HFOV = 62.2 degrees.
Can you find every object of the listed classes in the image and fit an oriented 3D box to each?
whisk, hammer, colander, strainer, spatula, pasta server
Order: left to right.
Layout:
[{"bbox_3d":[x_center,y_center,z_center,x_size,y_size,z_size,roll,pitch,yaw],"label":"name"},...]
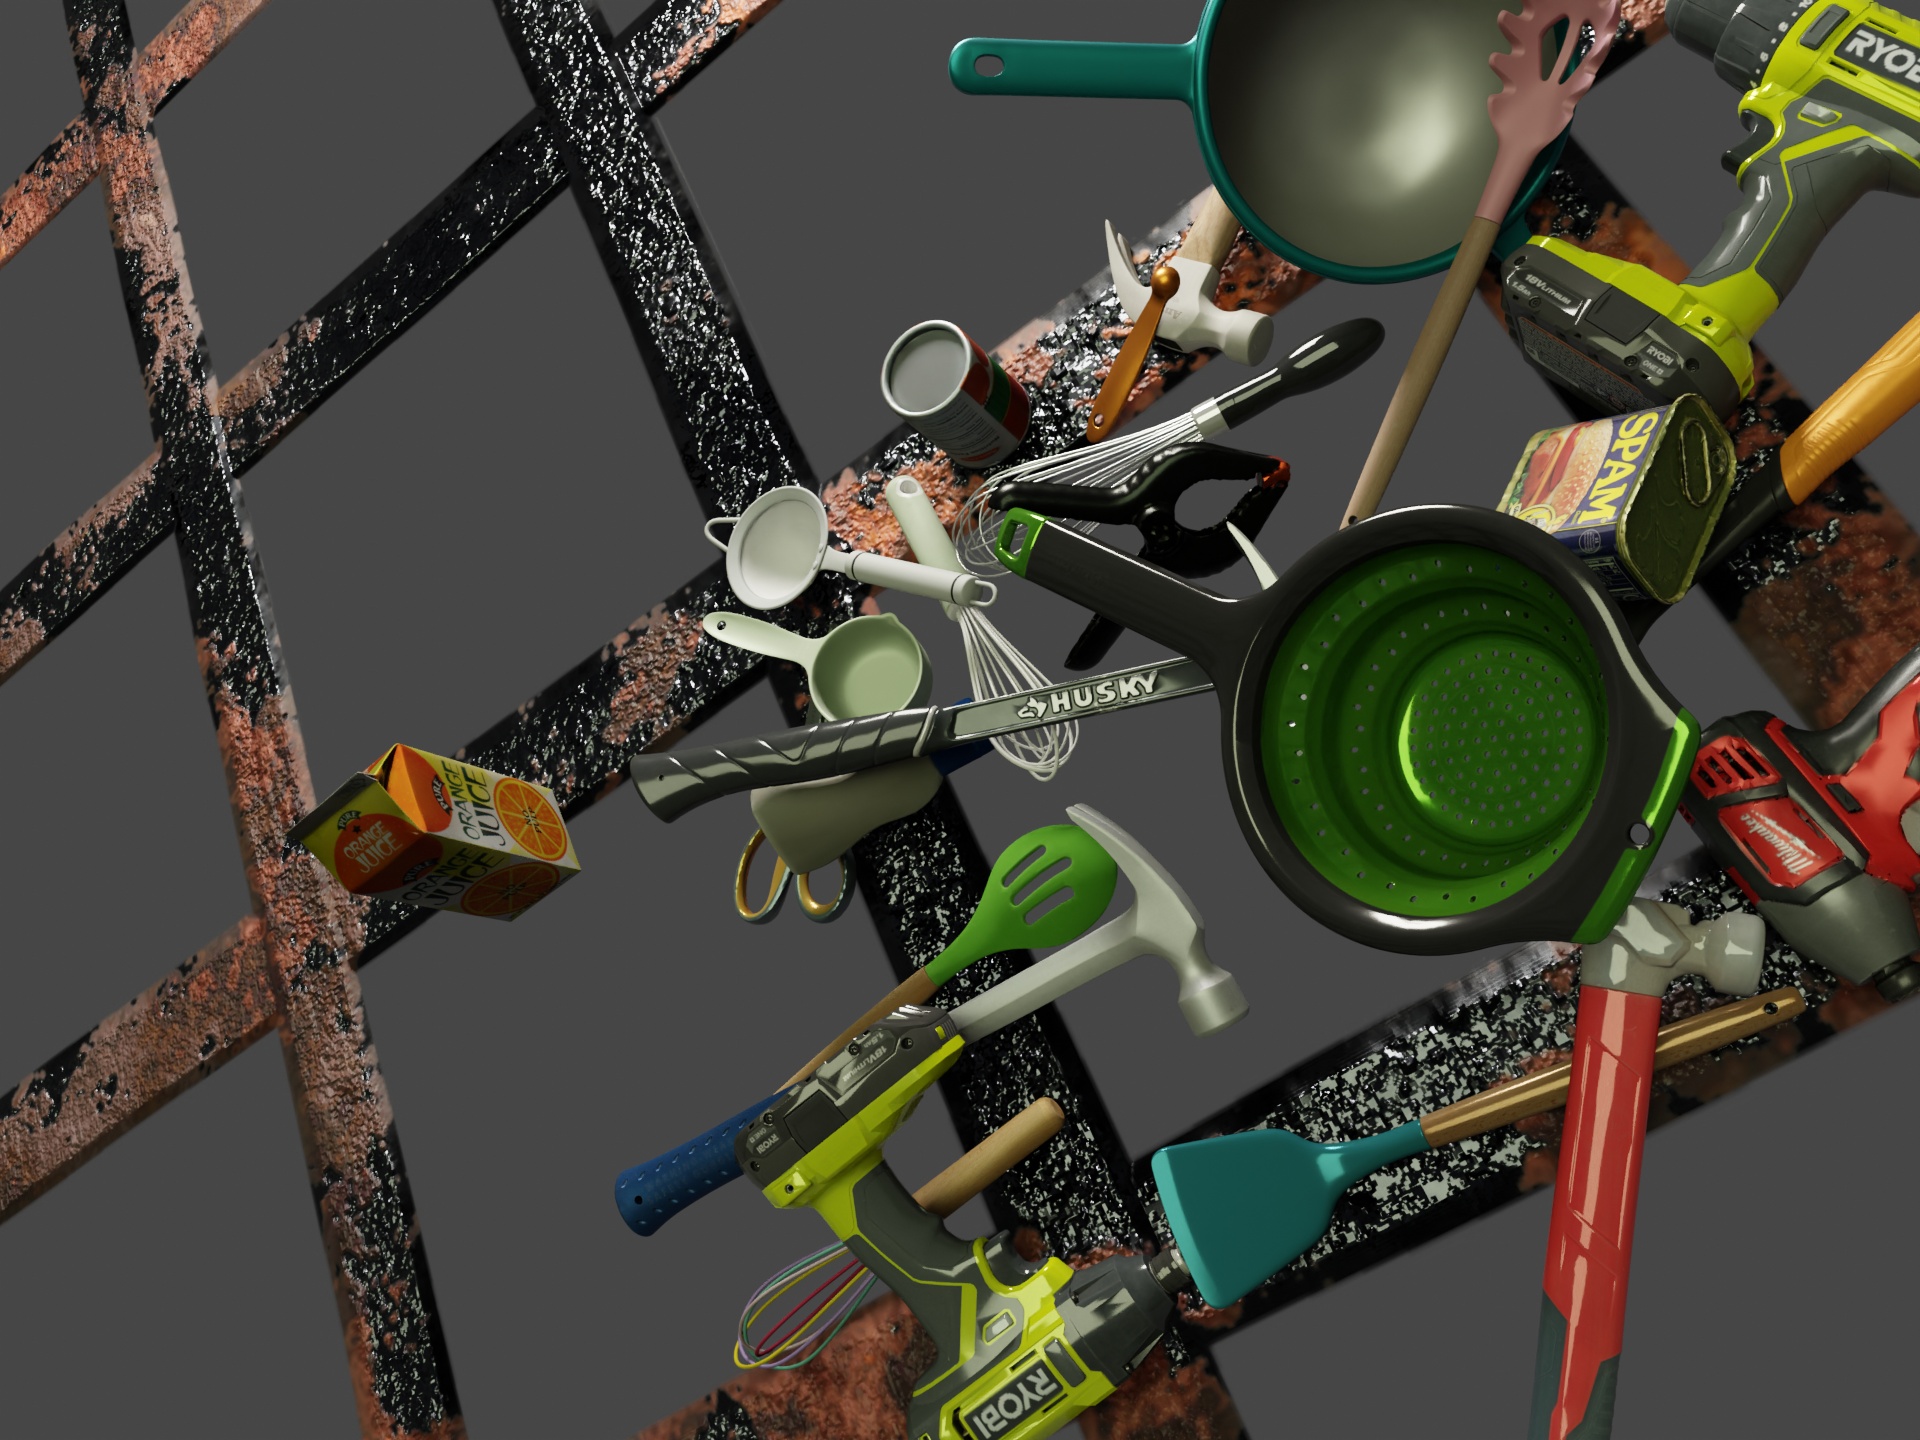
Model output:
[{"bbox_3d":[-0.069,-0.098,1.019,0.259,0.050,0.087,17,86,43],"label":"strainer"},{"bbox_3d":[-0.042,0.194,0.923,0.405,0.035,0.144,-32,81,19],"label":"hammer"},{"bbox_3d":[-0.037,0.297,0.909,0.245,0.047,0.051,-40,78,10],"label":"whisk"},{"bbox_3d":[-0.001,-0.003,0.910,0.409,0.036,0.149,-11,75,14],"label":"hammer"},{"bbox_3d":[0.006,-0.064,0.989,0.058,0.059,0.247,-13,56,-22],"label":"whisk"},{"bbox_3d":[0.120,-0.163,0.947,0.284,0.070,0.070,-27,65,16],"label":"whisk"},{"bbox_3d":[0.162,-0.353,0.888,0.340,0.095,0.211,1,104,-2],"label":"strainer"},{"bbox_3d":[0.194,-0.382,0.980,0.130,0.031,0.331,25,89,32],"label":"hammer"},{"bbox_3d":[0.178,-0.026,0.801,0.397,0.094,0.204,31,106,39],"label":"colander"},{"bbox_3d":[0.269,-0.243,0.852,0.060,0.040,0.316,29,106,29],"label":"pasta server"},{"bbox_3d":[0.250,0.195,0.775,0.317,0.044,0.082,-27,72,19],"label":"spatula"},{"bbox_3d":[0.267,0.270,0.726,0.143,0.038,0.386,7,84,22],"label":"hammer"},{"bbox_3d":[0.418,-0.131,0.760,0.337,0.034,0.127,-45,30,7],"label":"hammer"}]

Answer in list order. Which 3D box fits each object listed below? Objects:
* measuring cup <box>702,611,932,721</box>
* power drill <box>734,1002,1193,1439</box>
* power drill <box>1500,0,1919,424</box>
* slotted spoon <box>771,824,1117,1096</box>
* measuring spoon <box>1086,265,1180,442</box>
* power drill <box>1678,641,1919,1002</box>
[{"bbox_3d":[-0.093,-0.038,1.027,0.168,0.038,0.083,18,78,26],"label":"measuring cup"},{"bbox_3d":[0.000,0.269,0.848,0.171,0.080,0.223,-40,81,7],"label":"power drill"},{"bbox_3d":[0.389,-0.271,0.813,0.228,0.080,0.191,-48,60,6],"label":"power drill"},{"bbox_3d":[-0.034,0.171,0.952,0.313,0.031,0.070,-42,63,14],"label":"slotted spoon"},{"bbox_3d":[0.102,-0.223,0.973,0.021,0.011,0.117,41,118,31],"label":"measuring spoon"},{"bbox_3d":[0.444,0.017,0.701,0.219,0.078,0.143,-38,60,18],"label":"power drill"}]
